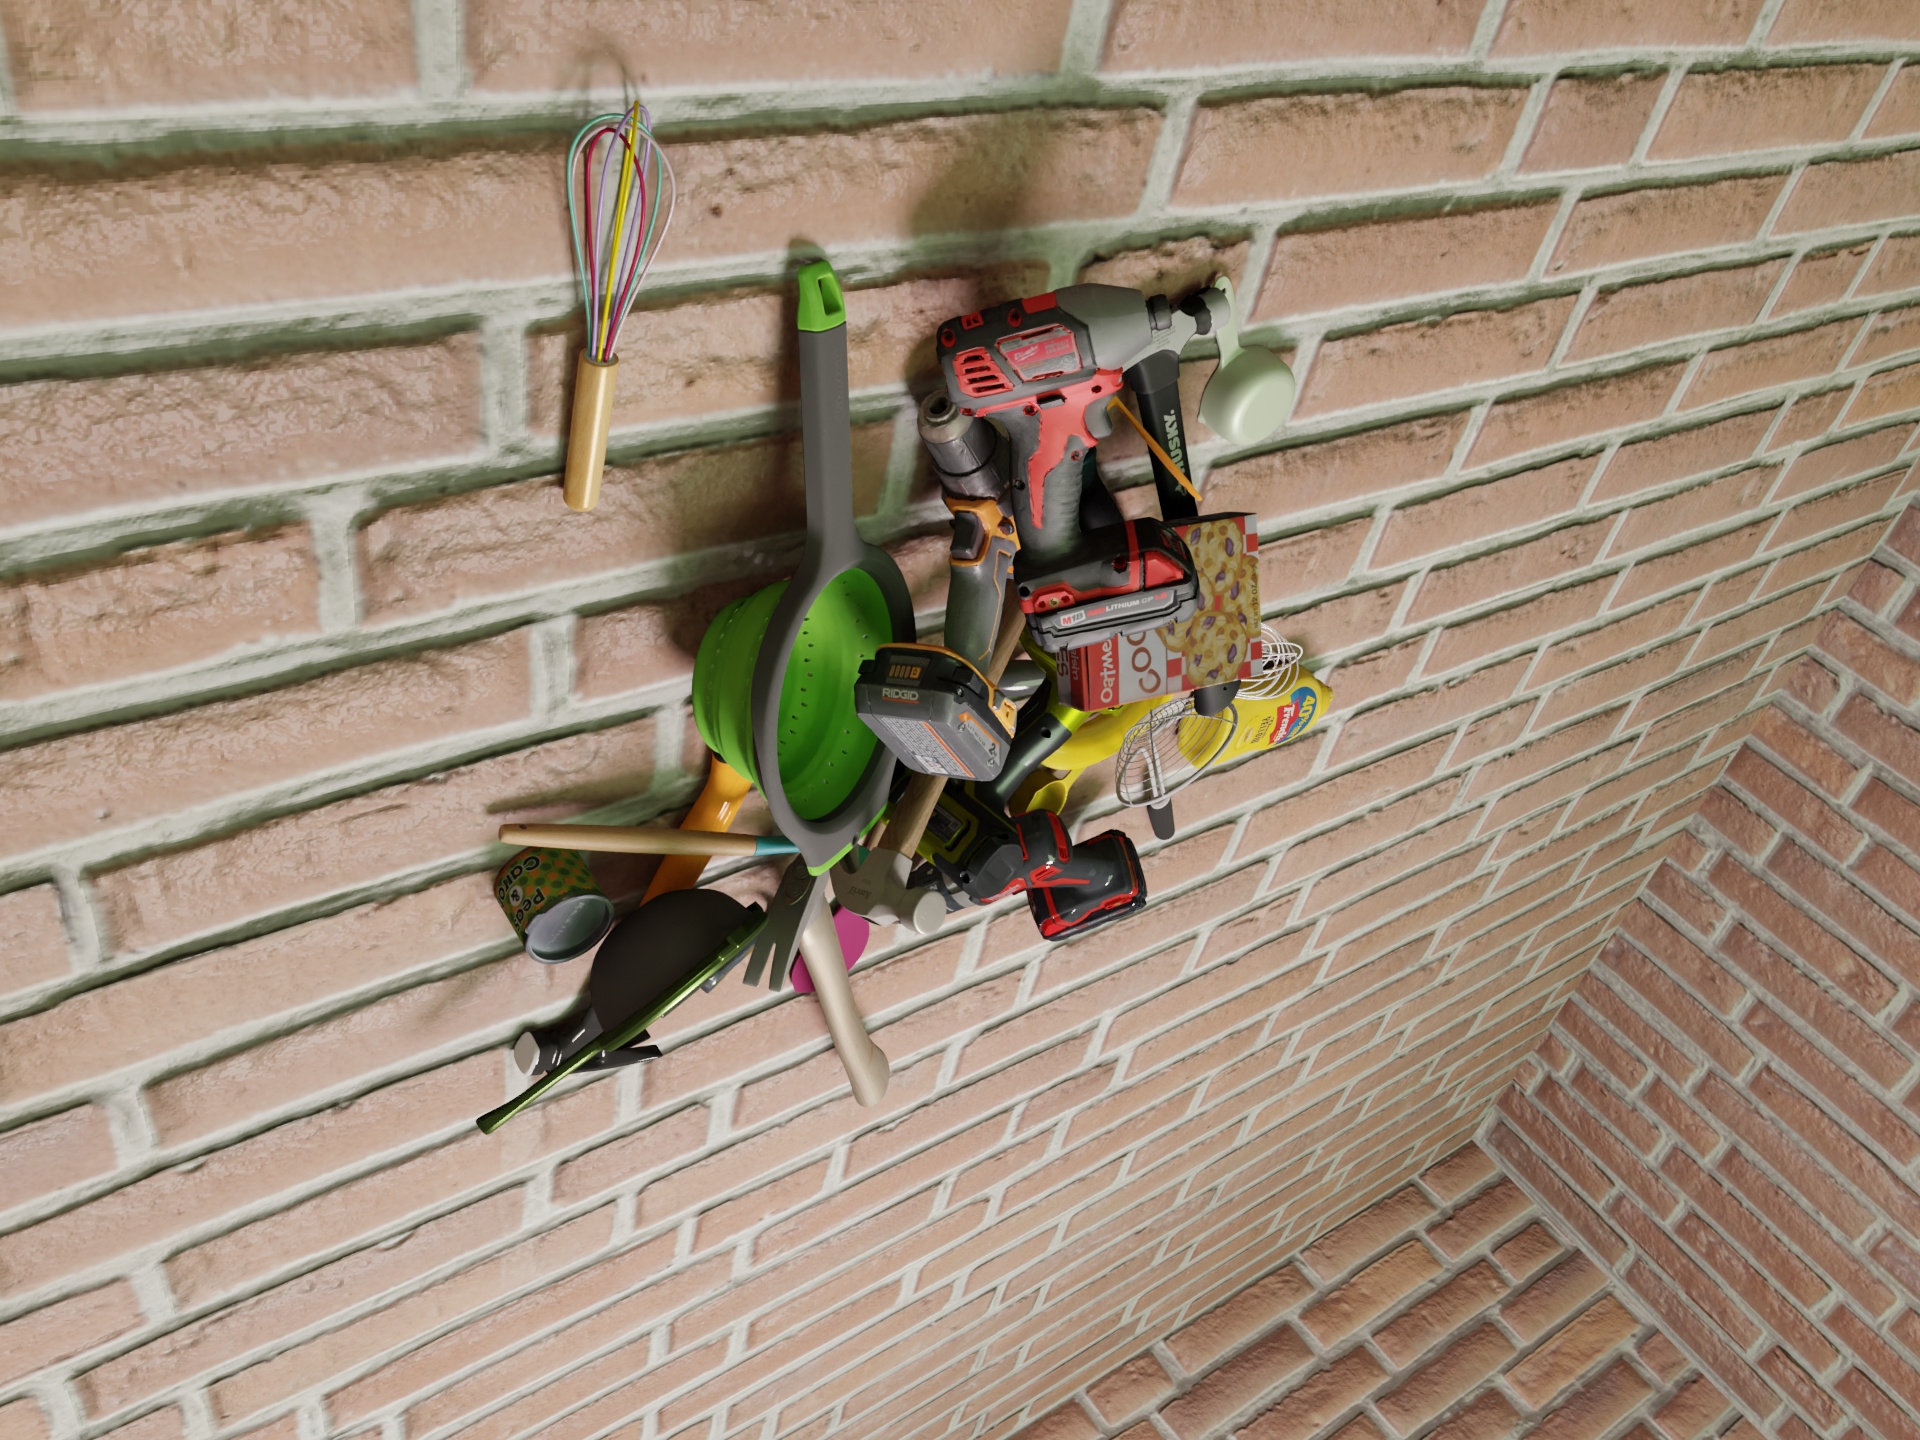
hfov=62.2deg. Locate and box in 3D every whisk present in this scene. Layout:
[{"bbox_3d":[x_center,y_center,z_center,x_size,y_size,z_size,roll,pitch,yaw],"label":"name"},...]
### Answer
[{"bbox_3d":[0.151,-0.044,1.324,0.284,0.070,0.070,-4,135,-13],"label":"whisk"},{"bbox_3d":[-0.193,-0.213,0.855,0.051,0.047,0.244,-17,142,-36],"label":"whisk"}]

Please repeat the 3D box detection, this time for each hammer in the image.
[{"bbox_3d":[-0.225,0.144,1.227,0.127,0.034,0.336,5,124,-47],"label":"hammer"},{"bbox_3d":[0.136,-0.128,1.301,0.128,0.033,0.330,-43,147,-1],"label":"hammer"},{"bbox_3d":[-0.002,-0.004,1.168,0.031,0.130,0.331,39,69,-38],"label":"hammer"},{"bbox_3d":[0.165,-0.146,1.210,0.146,0.035,0.334,-31,125,-22],"label":"hammer"},{"bbox_3d":[-0.110,0.253,1.385,0.410,0.038,0.146,81,25,-54],"label":"hammer"}]

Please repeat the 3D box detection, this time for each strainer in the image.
[{"bbox_3d":[-0.259,0.198,1.153,0.256,0.069,0.151,-37,-178,-2],"label":"strainer"}]

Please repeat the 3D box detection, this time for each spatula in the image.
[{"bbox_3d":[-0.177,0.099,1.151,0.317,0.082,0.044,7,123,-31],"label":"spatula"}]

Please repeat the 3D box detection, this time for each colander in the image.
[{"bbox_3d":[-0.115,-0.097,1.030,0.204,0.094,0.396,-44,139,-54],"label":"colander"}]

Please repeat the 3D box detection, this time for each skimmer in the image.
[{"bbox_3d":[0.204,0.072,1.489,0.127,0.090,0.363,-44,158,-8],"label":"skimmer"}]

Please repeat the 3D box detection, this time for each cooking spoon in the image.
[{"bbox_3d":[-0.078,0.121,1.370,0.068,0.017,0.318,0,128,-36],"label":"cooking spoon"}]

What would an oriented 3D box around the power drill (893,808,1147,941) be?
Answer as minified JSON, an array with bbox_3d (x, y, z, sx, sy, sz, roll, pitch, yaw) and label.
[{"bbox_3d":[0.051,0.149,1.454,0.188,0.080,0.226,-25,157,25],"label":"power drill"}]

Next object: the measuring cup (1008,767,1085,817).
[{"bbox_3d":[0.100,0.036,1.463,0.156,0.029,0.062,-50,147,-11],"label":"measuring cup"}]

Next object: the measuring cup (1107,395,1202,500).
[{"bbox_3d":[0.086,-0.195,1.061,0.052,0.173,0.095,-43,-177,7],"label":"measuring cup"}]

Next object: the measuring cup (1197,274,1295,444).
[{"bbox_3d":[0.218,-0.274,1.216,0.083,0.038,0.167,-39,149,-6],"label":"measuring cup"}]

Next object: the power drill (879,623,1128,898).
[{"bbox_3d":[0.025,0.005,1.228,0.223,0.171,0.080,-50,145,-4],"label":"power drill"}]

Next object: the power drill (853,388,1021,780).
[{"bbox_3d":[-0.002,-0.094,1.076,0.185,0.084,0.226,51,50,-58],"label":"power drill"}]

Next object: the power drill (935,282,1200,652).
[{"bbox_3d":[0.079,-0.164,1.003,0.143,0.079,0.219,-14,118,8],"label":"power drill"}]
